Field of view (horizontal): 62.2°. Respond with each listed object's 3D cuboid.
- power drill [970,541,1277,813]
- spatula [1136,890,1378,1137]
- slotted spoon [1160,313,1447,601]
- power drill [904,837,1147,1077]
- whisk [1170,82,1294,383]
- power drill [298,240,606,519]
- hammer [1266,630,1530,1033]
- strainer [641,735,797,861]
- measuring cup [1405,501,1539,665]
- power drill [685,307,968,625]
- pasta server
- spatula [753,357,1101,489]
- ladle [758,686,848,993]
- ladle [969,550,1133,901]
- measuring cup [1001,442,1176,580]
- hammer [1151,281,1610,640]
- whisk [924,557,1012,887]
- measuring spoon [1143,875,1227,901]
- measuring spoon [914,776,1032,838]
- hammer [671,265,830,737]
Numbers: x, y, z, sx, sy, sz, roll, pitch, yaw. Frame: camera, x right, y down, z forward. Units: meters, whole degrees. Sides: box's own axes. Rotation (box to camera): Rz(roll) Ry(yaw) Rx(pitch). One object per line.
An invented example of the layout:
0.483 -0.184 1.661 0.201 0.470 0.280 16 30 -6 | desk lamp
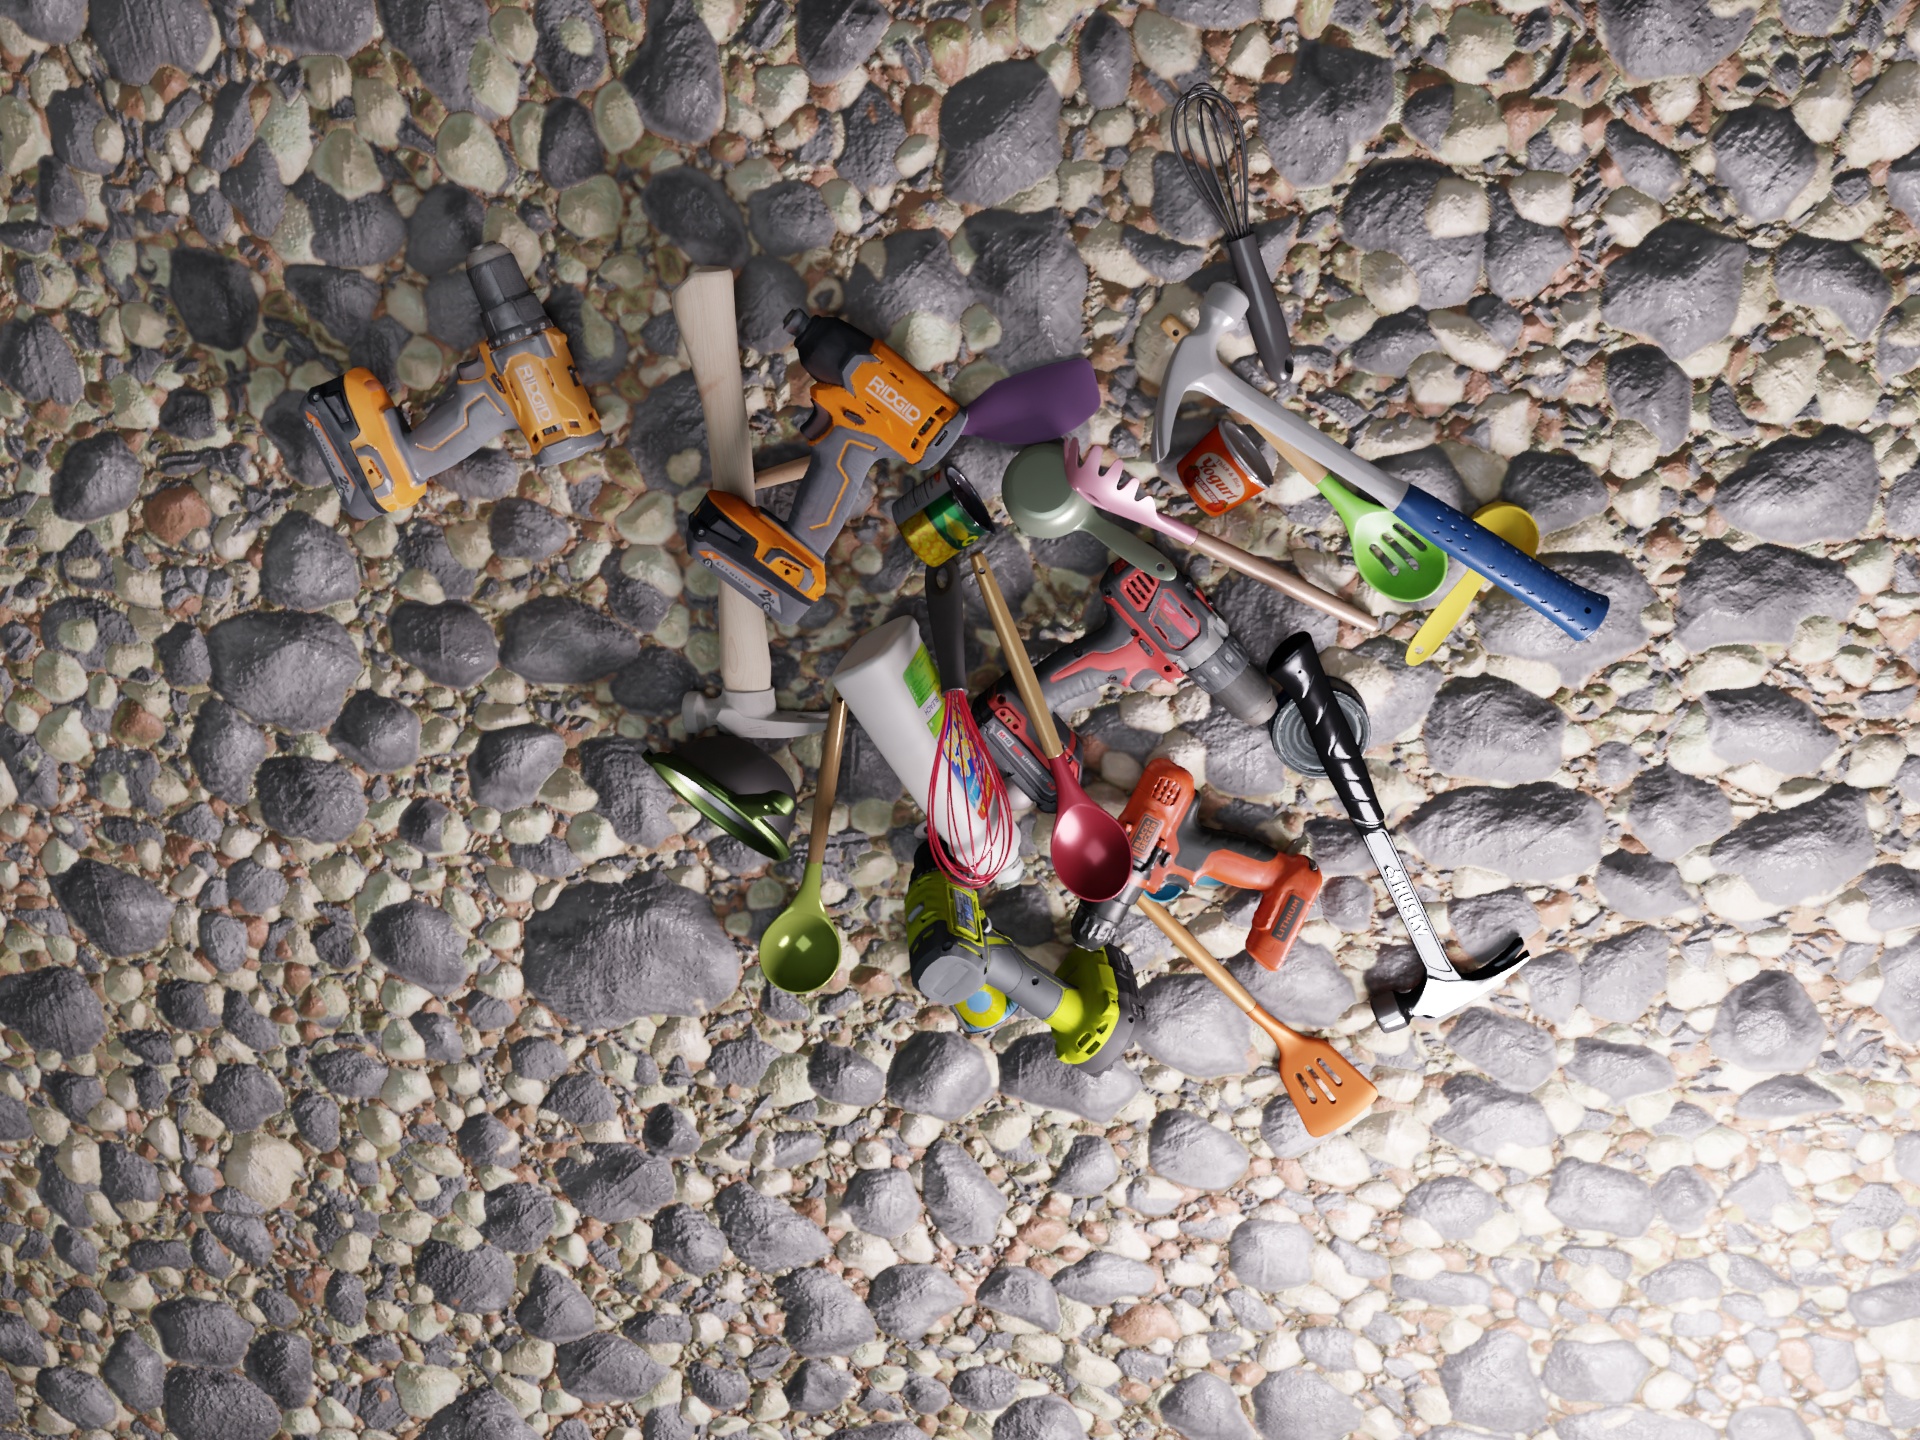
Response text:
0.140 -0.019 1.366 0.226 0.080 0.188 -41 101 17 | power drill
0.253 0.254 1.474 0.081 0.041 0.322 -42 100 21 | spatula
0.277 -0.216 1.294 0.313 0.031 0.070 43 117 -8 | slotted spoon
0.047 0.206 1.423 0.228 0.191 0.080 32 113 -21 | power drill
0.216 -0.372 1.231 0.055 0.055 0.238 -18 112 14 | whisk
-0.434 -0.282 1.338 0.226 0.084 0.185 -17 108 9 | power drill
0.363 0.096 1.372 0.149 0.036 0.408 -24 114 14 | hammer
-0.177 0.053 1.375 0.151 0.256 0.069 41 72 -16 | strainer
0.416 -0.112 1.317 0.062 0.029 0.156 30 115 -4 | measuring cup
-0.124 -0.208 1.278 0.164 0.084 0.226 37 99 -18 | power drill
0.215 -0.146 1.295 0.316 0.060 0.040 23 94 -18 | pasta server
-0.037 -0.236 1.332 0.316 0.018 0.060 -13 95 12 | spatula
-0.130 0.111 1.444 0.078 0.062 0.320 9 118 -5 | ladle
0.069 0.006 1.326 0.069 0.031 0.315 -21 104 4 | ladle
0.105 -0.165 1.295 0.168 0.038 0.083 36 91 17 | measuring cup
0.333 -0.176 1.247 0.405 0.035 0.144 30 86 -9 | hammer
-0.002 -0.004 1.324 0.073 0.073 0.296 -10 71 12 | whisk
0.225 0.139 1.449 0.128 0.021 0.042 -5 97 0 | measuring spoon
0.011 0.085 1.452 0.124 0.018 0.034 -24 107 17 | measuring spoon
-0.182 -0.174 1.351 0.146 0.038 0.410 1 116 6 | hammer
